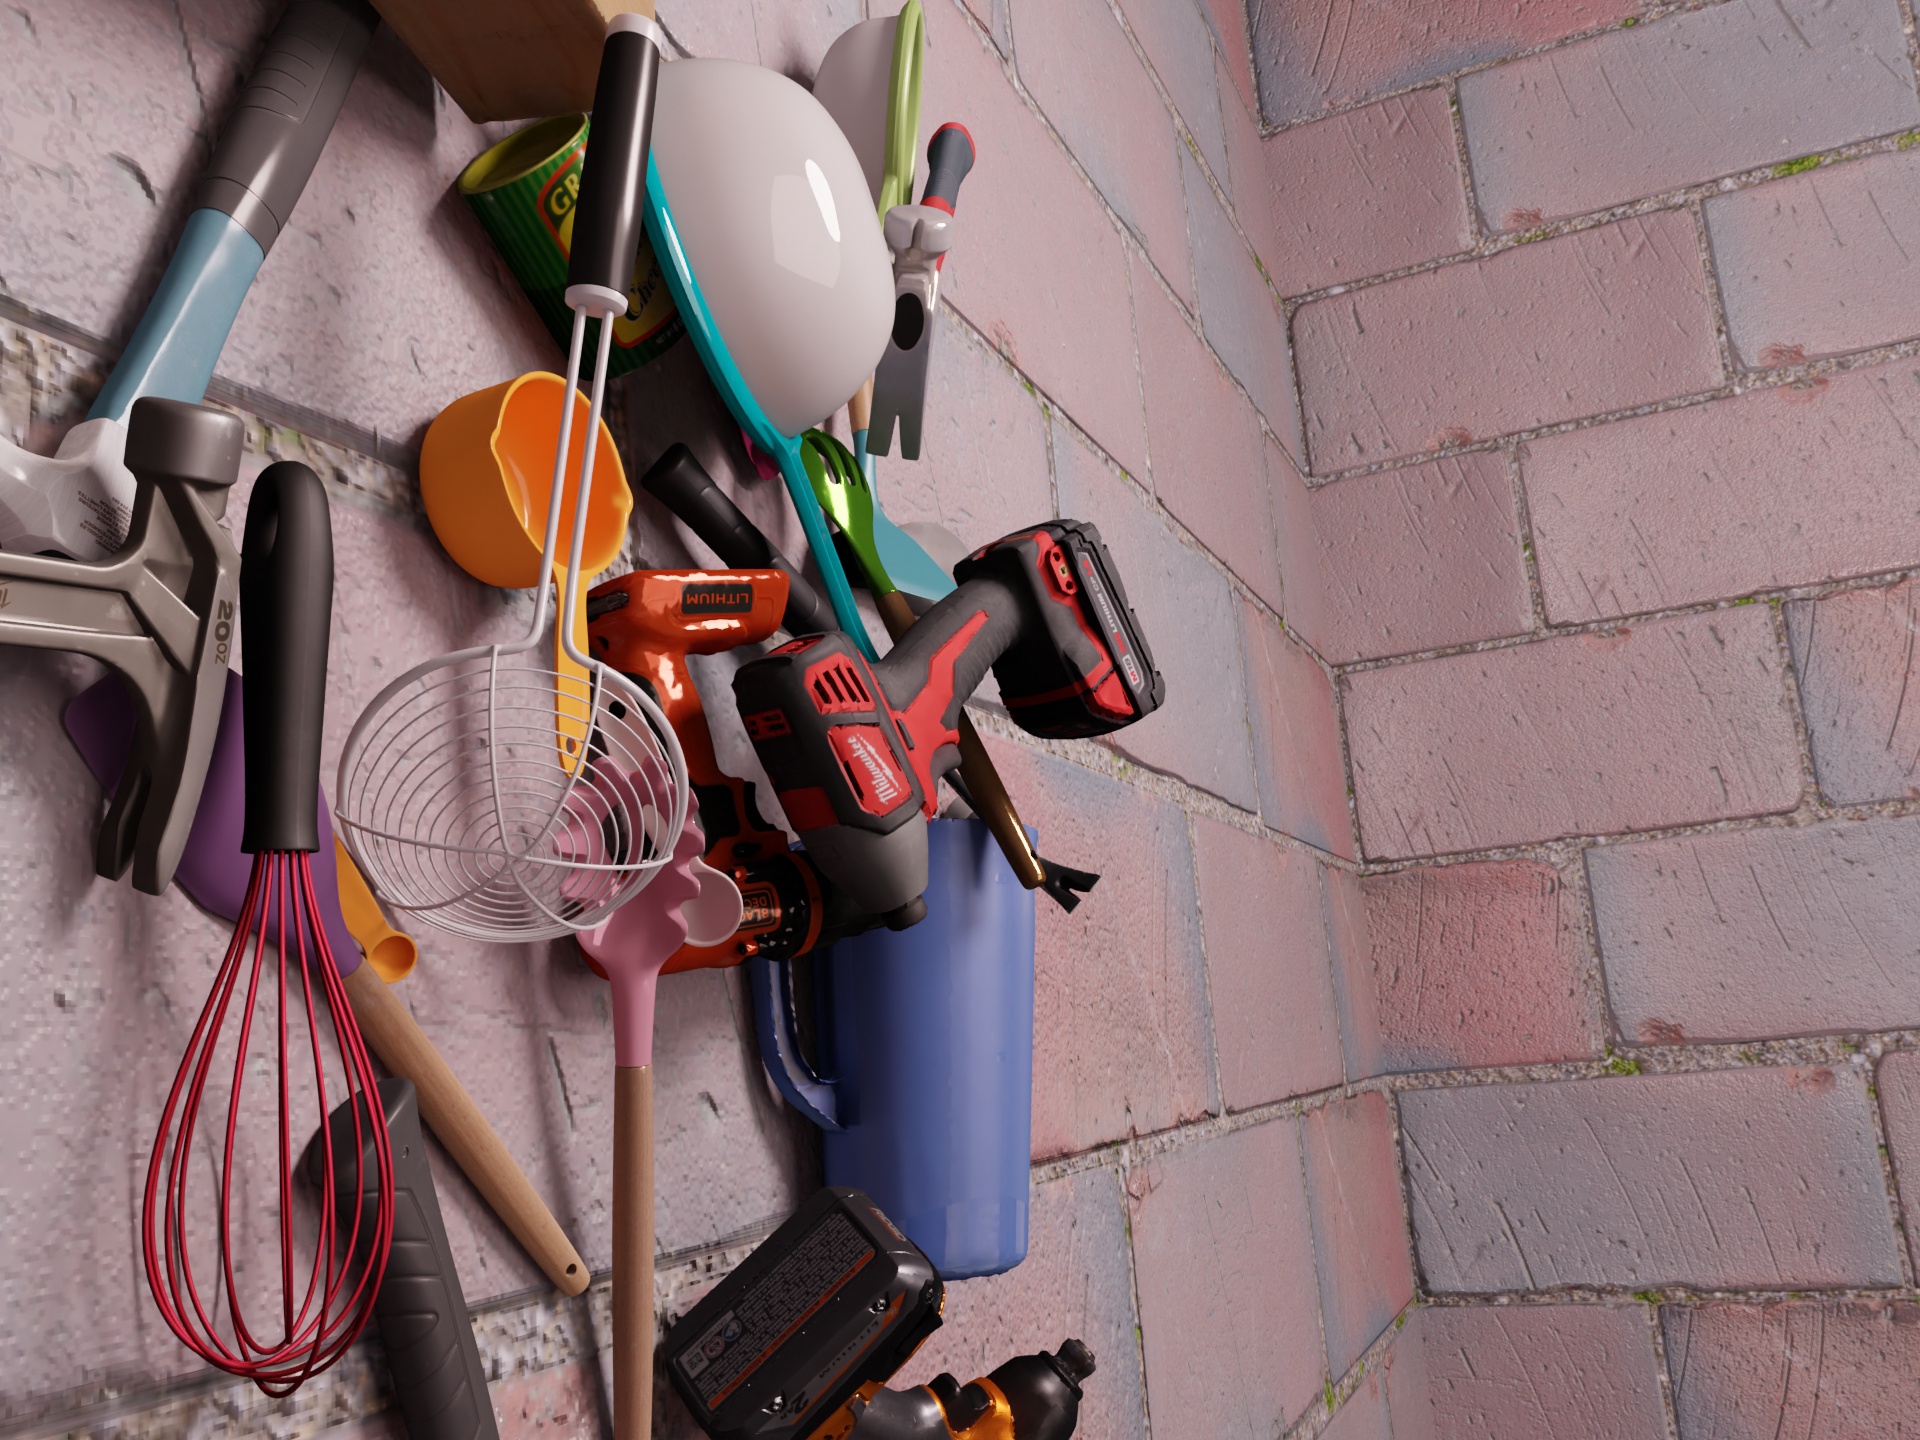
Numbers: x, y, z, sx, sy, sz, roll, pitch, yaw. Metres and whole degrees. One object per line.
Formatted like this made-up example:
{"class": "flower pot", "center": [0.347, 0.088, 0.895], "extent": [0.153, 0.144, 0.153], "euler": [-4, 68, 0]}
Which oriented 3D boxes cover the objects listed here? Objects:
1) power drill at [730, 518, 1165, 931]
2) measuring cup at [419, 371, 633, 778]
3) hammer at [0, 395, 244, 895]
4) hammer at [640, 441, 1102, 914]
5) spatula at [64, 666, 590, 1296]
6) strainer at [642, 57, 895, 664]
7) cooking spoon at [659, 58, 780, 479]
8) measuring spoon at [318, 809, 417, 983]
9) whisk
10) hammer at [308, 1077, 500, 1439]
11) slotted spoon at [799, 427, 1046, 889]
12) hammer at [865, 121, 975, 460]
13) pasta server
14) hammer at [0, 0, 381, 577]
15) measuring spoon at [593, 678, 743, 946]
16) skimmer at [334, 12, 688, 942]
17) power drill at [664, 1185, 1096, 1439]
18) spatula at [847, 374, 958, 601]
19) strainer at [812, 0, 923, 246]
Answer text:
{"class": "power drill", "center": [-0.001, -0.002, 0.780], "extent": [0.219, 0.078, 0.143], "euler": [-33, 104, -40]}
{"class": "measuring cup", "center": [-0.186, -0.059, 0.674], "extent": [0.095, 0.052, 0.174], "euler": [15, 69, -65]}
{"class": "hammer", "center": [-0.320, -0.031, 0.339], "extent": [0.359, 0.037, 0.149], "euler": [7, 94, -62]}
{"class": "hammer", "center": [-0.049, -0.014, 0.924], "extent": [0.036, 0.149, 0.408], "euler": [-49, 132, -9]}
{"class": "spatula", "center": [-0.210, 0.107, 0.581], "extent": [0.060, 0.018, 0.315], "euler": [-45, 127, -34]}
{"class": "strainer", "center": [-0.067, -0.187, 0.811], "extent": [0.211, 0.095, 0.340], "euler": [-37, 107, -82]}
{"class": "cooking spoon", "center": [-0.152, -0.290, 0.888], "extent": [0.069, 0.017, 0.318], "euler": [-55, 132, -68]}
{"class": "measuring spoon", "center": [-0.232, 0.049, 0.571], "extent": [0.021, 0.011, 0.116], "euler": [-42, 122, -28]}
{"class": "whisk", "center": [-0.217, 0.061, 0.506], "extent": [0.073, 0.073, 0.296], "euler": [15, 72, -65]}
{"class": "hammer", "center": [-0.172, 0.293, 0.582], "extent": [0.146, 0.035, 0.334], "euler": [-26, 105, -66]}
{"class": "slotted spoon", "center": [-0.028, -0.046, 0.876], "extent": [0.070, 0.031, 0.314], "euler": [3, 54, -55]}
{"class": "hammer", "center": [-0.020, -0.307, 1.041], "extent": [0.387, 0.038, 0.143], "euler": [-84, -178, -58]}
{"class": "pasta server", "center": [-0.137, 0.172, 0.661], "extent": [0.040, 0.060, 0.316], "euler": [-170, -100, -83]}
{"class": "hammer", "center": [-0.260, -0.184, 0.571], "extent": [0.128, 0.033, 0.331], "euler": [51, 37, -49]}
{"class": "measuring spoon", "center": [-0.128, 0.039, 0.687], "extent": [0.018, 0.034, 0.124], "euler": [-49, 116, -85]}
{"class": "skimmer", "center": [-0.156, -0.097, 0.624], "extent": [0.090, 0.127, 0.363], "euler": [150, -54, -67]}
{"class": "power drill", "center": [-0.025, 0.326, 0.771], "extent": [0.164, 0.084, 0.226], "euler": [-40, 128, -15]}
{"class": "spatula", "center": [-0.056, -0.208, 1.016], "extent": [0.082, 0.044, 0.318], "euler": [13, 59, -38]}
{"class": "strainer", "center": [-0.070, -0.357, 1.032], "extent": [0.151, 0.069, 0.257], "euler": [95, 2, -57]}
